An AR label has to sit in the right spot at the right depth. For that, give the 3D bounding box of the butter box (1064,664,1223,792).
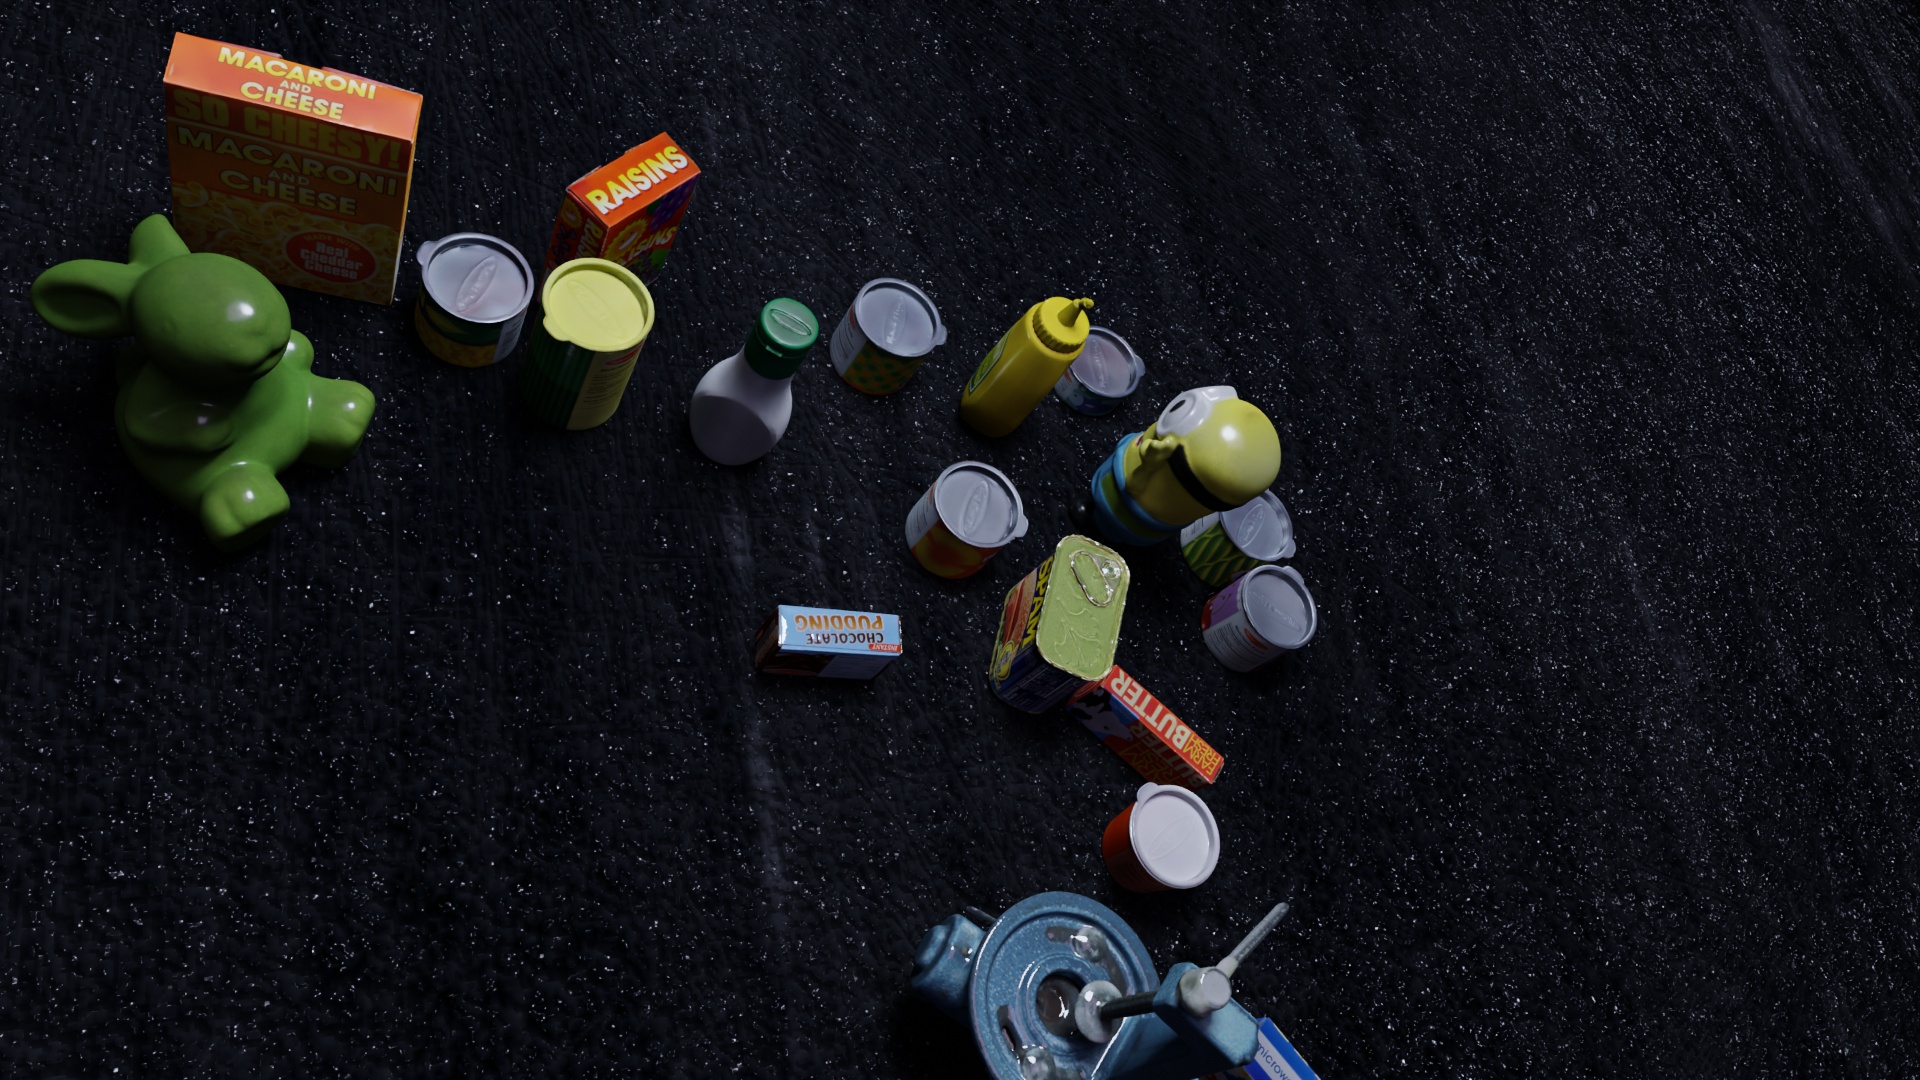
[{"bbox_3d":[0.127,0.134,0.960,0.103,0.053,0.024,41,55,-3],"label":"butter box"}]

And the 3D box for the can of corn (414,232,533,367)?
[{"bbox_3d":[-0.312,-0.153,0.882,0.071,0.058,0.071,12,61,-22],"label":"can of corn"}]

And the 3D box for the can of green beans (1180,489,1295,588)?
[{"bbox_3d":[0.212,-0.003,1.070,0.071,0.057,0.071,12,61,-22],"label":"can of green beans"}]

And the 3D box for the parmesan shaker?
[{"bbox_3d":[-0.240,-0.120,0.874,0.071,0.102,0.071,12,61,-22],"label":"parmesan shaker"}]

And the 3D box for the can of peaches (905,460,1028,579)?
[{"bbox_3d":[0.003,-0.012,0.969,0.071,0.057,0.071,12,61,-22],"label":"can of peaches"}]

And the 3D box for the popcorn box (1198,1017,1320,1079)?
[{"bbox_3d":[0.197,0.360,0.860,0.038,0.085,0.127,-37,85,-35],"label":"popcorn box"}]

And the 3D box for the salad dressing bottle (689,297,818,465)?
[{"bbox_3d":[-0.131,-0.100,0.891,0.064,0.147,0.044,30,56,-11],"label":"salad dressing bottle"}]

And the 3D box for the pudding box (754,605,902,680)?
[{"bbox_3d":[-0.085,0.066,0.890,0.084,0.049,0.030,6,63,-24],"label":"pudding box"}]

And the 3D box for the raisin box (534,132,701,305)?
[{"bbox_3d":[-0.226,-0.200,0.910,0.040,0.123,0.086,46,54,0],"label":"raisin box"}]

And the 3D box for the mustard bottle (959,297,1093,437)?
[{"bbox_3d":[0.052,-0.133,0.993,0.049,0.159,0.065,30,56,-11],"label":"mustard bottle"}]

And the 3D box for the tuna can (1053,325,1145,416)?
[{"bbox_3d":[0.108,-0.134,1.100,0.071,0.032,0.071,12,61,-21],"label":"tuna can"}]

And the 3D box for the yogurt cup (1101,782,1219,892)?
[{"bbox_3d":[0.131,0.203,0.926,0.072,0.053,0.072,12,61,-22],"label":"yogurt cup"}]

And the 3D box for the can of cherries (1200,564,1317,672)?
[{"bbox_3d":[0.225,0.058,1.045,0.071,0.058,0.072,12,61,-22],"label":"can of cherries"}]

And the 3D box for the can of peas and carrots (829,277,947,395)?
[{"bbox_3d":[-0.053,-0.146,1.009,0.071,0.058,0.071,12,61,-22],"label":"can of peas and carrots"}]

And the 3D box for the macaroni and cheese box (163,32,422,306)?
[{"bbox_3d":[-0.387,-0.209,0.806,0.124,0.165,0.040,9,62,-23],"label":"macaroni and cheese box"}]
